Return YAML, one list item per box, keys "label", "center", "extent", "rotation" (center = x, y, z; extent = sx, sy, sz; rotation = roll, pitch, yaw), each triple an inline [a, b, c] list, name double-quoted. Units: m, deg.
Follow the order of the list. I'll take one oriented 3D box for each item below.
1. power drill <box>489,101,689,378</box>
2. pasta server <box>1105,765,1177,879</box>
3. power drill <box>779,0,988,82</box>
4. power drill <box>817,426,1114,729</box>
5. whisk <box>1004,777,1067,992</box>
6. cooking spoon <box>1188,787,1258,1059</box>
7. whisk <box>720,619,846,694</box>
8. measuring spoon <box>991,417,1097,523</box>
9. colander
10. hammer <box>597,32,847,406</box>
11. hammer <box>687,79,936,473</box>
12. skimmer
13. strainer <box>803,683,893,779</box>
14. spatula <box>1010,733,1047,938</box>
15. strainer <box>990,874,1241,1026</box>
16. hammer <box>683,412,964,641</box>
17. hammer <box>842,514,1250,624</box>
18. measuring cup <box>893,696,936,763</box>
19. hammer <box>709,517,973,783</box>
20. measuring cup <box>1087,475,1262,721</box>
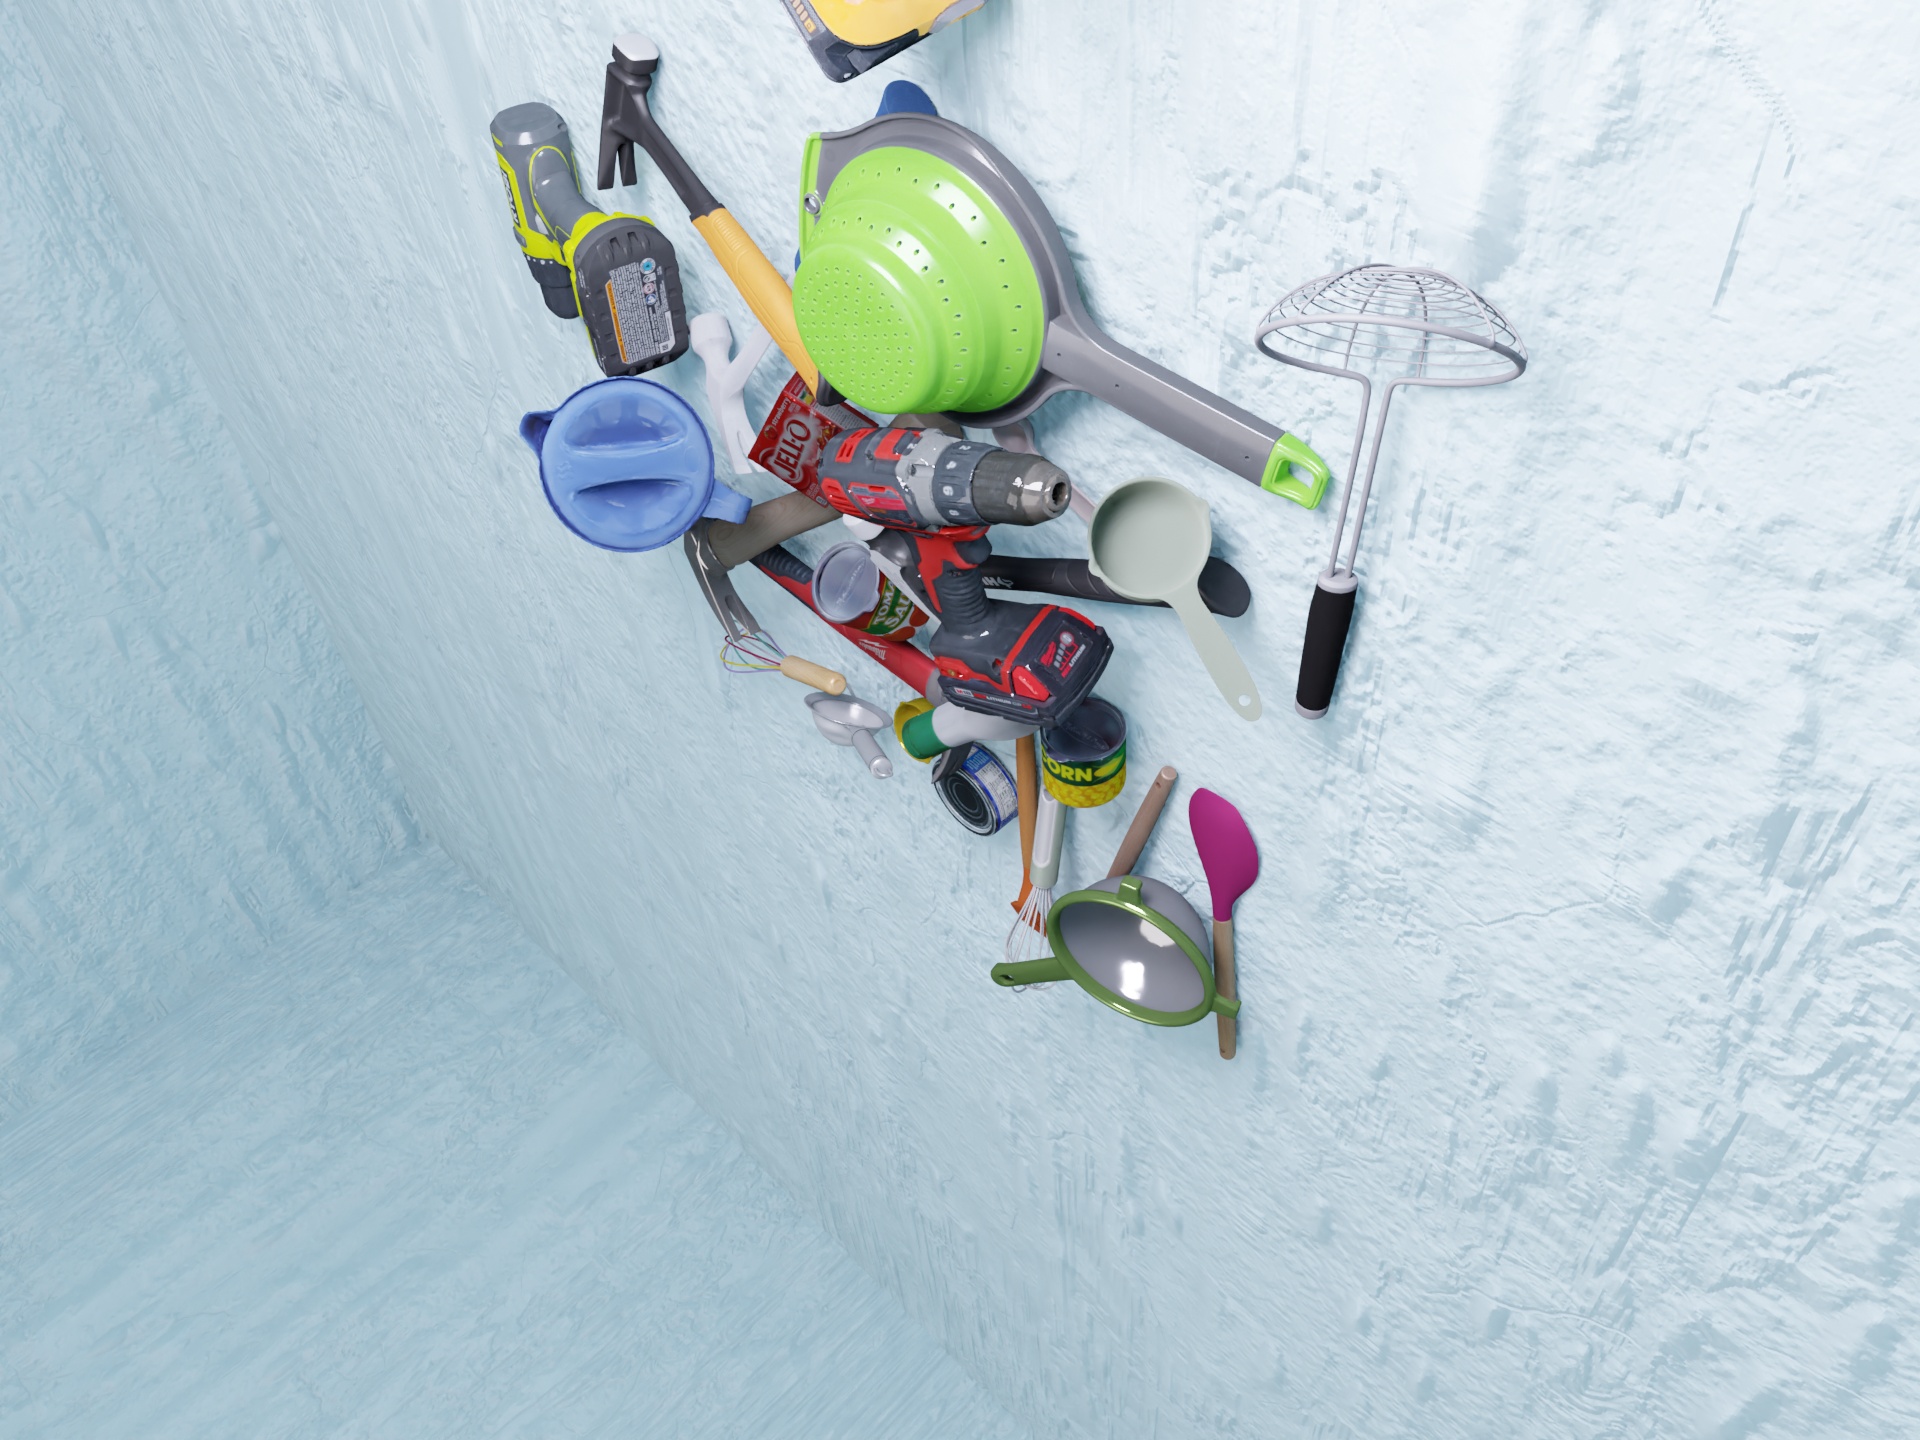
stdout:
- label: "power drill"
  center: [-0.315, -0.386, 1.340]
  extent: [0.229, 0.080, 0.190]
  rotation: [49, 155, 35]
- label: "pasta server"
  center: [0.137, 0.125, 1.332]
  extent: [0.060, 0.040, 0.316]
  rotation: [43, 148, 19]
- label: "power drill"
  center: [-0.019, -0.393, 0.769]
  extent: [0.084, 0.185, 0.226]
  rotation: [57, 156, -13]
- label: "power drill"
  center: [0.022, -0.098, 1.047]
  extent: [0.188, 0.080, 0.226]
  rotation: [13, 147, 41]
- label: "whisk"
  center: [0.071, 0.146, 1.395]
  extent: [0.058, 0.059, 0.246]
  rotation: [27, 130, 29]
- label: "cooking spoon"
  center: [0.211, 0.174, 1.276]
  extent: [0.069, 0.017, 0.318]
  rotation: [32, 147, 38]
- label: "whisk"
  center: [-0.173, -0.060, 1.544]
  extent: [0.245, 0.047, 0.051]
  rotation: [21, 116, 56]
- label: "measuring spoon"
  center: [0.071, -0.168, 1.092]
  extent: [0.124, 0.018, 0.034]
  rotation: [44, 153, 1]
- label: "colander"
  center: [0.030, -0.214, 0.952]
  extent: [0.397, 0.094, 0.204]
  rotation: [33, 144, 18]
- label: "hammer"
  center: [-0.172, -0.343, 1.145]
  extent: [0.337, 0.034, 0.127]
  rotation: [55, 146, 24]
- label: "hammer"
  center: [-0.113, -0.313, 1.146]
  extent: [0.405, 0.035, 0.144]
  rotation: [-32, 72, 60]
- label: "skimmer"
  center: [0.210, -0.098, 0.865]
  extent: [0.127, 0.090, 0.362]
  rotation: [10, 143, 10]
- label: "strainer"
  center: [-0.092, 0.016, 1.434]
  extent: [0.259, 0.086, 0.050]
  rotation: [-133, 56, -71]
- label: "spatula"
  center: [0.068, 0.106, 1.420]
  extent: [0.081, 0.041, 0.322]
  rotation: [32, 143, 34]
- label: "strainer"
  center: [0.119, 0.186, 1.334]
  extent: [0.151, 0.069, 0.256]
  rotation: [50, 145, -15]
- label: "hammer"
  center: [-0.121, -0.168, 1.315]
  extent: [0.411, 0.038, 0.146]
  rotation: [-13, 103, 55]
- label: "hammer"
  center: [0.064, -0.099, 1.132]
  extent: [0.335, 0.035, 0.146]
  rotation: [10, 152, 46]
- label: "measuring cup"
  center: [-0.002, -0.004, 1.400]
  extent: [0.156, 0.029, 0.062]
  rotation: [-20, 94, 50]
- label: "hammer"
  center: [-0.126, -0.098, 1.436]
  extent: [0.387, 0.038, 0.143]
  rotation: [38, 137, 31]
- label: "measuring cup"
  center: [0.140, -0.072, 0.985]
  extent: [0.167, 0.083, 0.038]
  rotation: [60, -176, 5]
